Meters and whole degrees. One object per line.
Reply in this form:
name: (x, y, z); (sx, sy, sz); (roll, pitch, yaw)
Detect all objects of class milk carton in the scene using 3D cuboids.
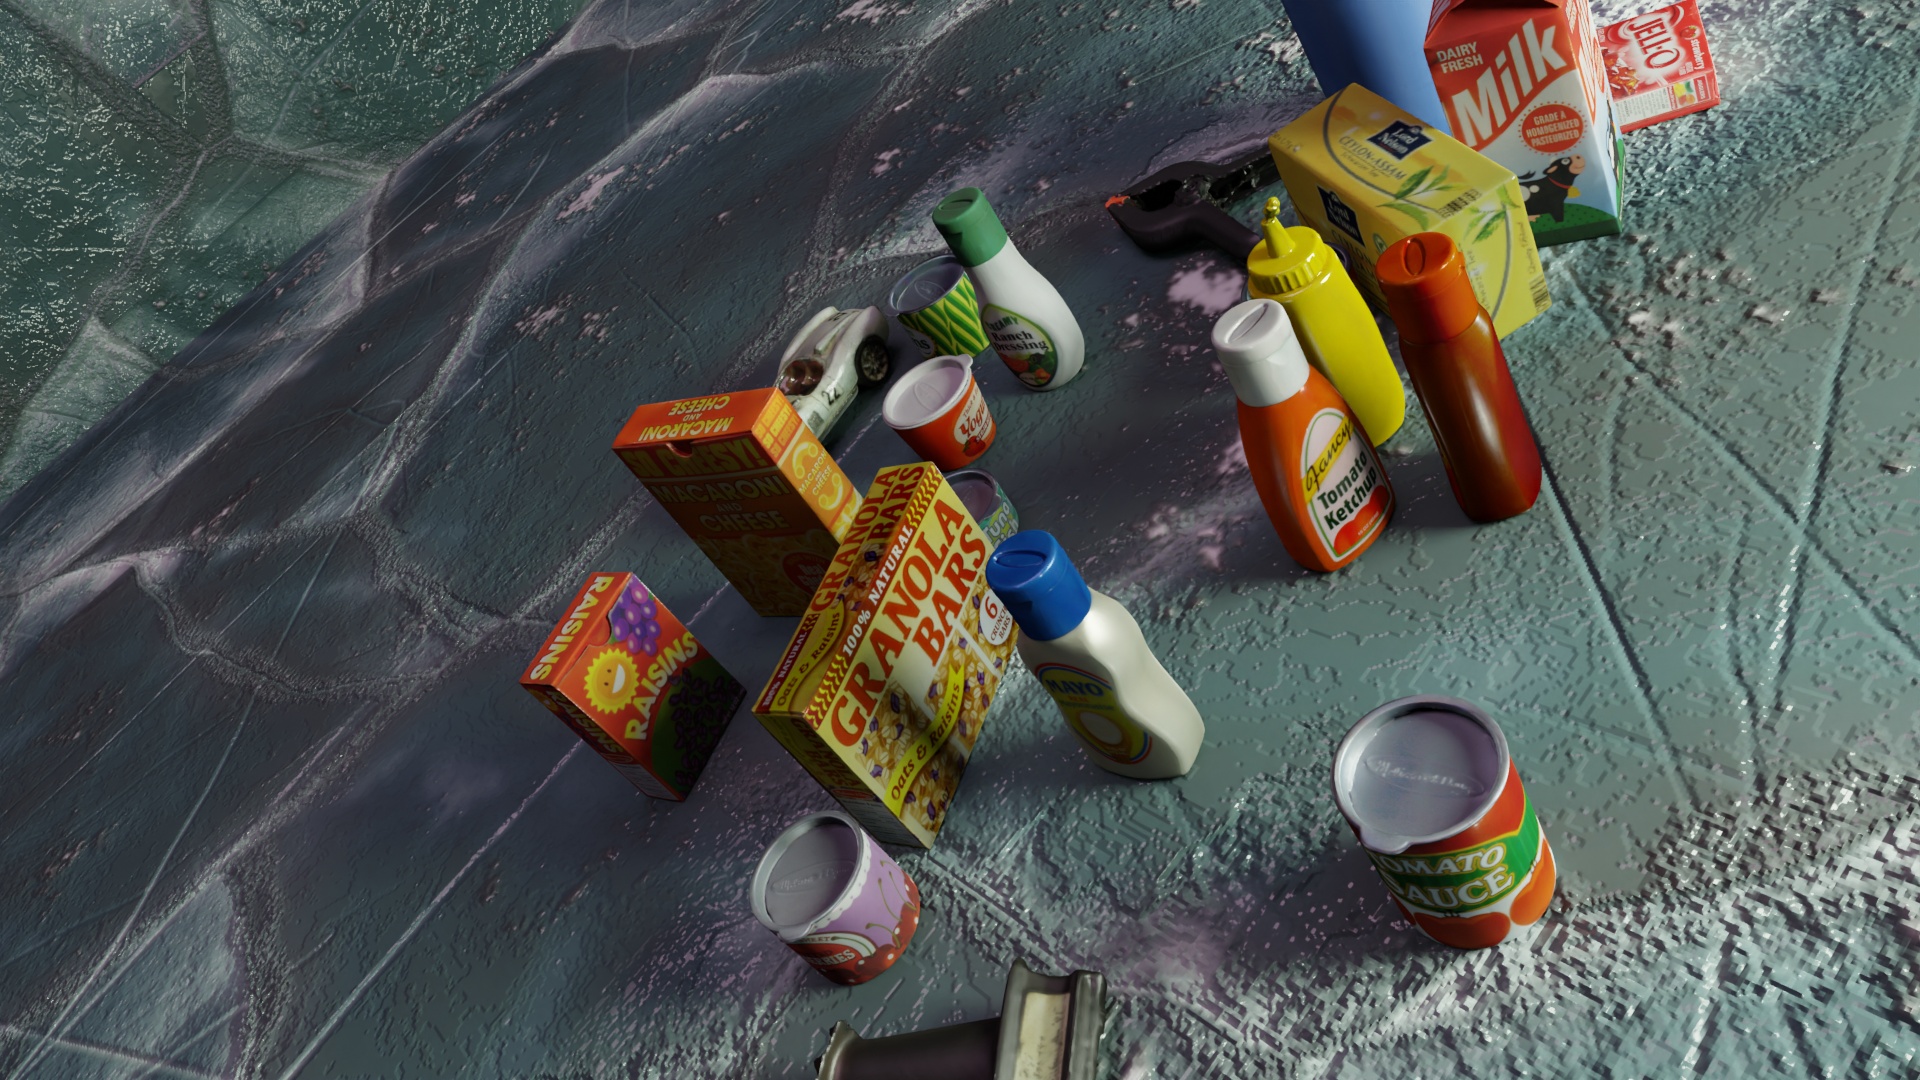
milk carton: (0.309, -0.257, 0.766); (0.073, 0.190, 0.073); (-6, 46, 35)

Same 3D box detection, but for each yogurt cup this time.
yogurt cup: (-0.012, -0.084, 0.946); (0.072, 0.053, 0.073); (-22, 39, 19)

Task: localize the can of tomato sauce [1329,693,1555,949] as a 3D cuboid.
can of tomato sauce: (0.190, 0.112, 0.543); (0.071, 0.083, 0.071); (-22, 39, 19)

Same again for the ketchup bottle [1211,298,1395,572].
ketchup bottle: (0.167, -0.053, 0.689); (0.065, 0.148, 0.043); (-46, 37, -13)

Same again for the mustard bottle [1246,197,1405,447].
mustard bottle: (0.185, -0.116, 0.734); (0.049, 0.159, 0.065); (-39, 36, -4)

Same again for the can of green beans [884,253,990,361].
can of green beans: (-0.012, -0.171, 1.039); (0.071, 0.057, 0.071); (-22, 39, 19)

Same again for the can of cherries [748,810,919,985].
can of cherries: (-0.063, 0.180, 0.690); (0.071, 0.058, 0.072); (-22, 39, 19)

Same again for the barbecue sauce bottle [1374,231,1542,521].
barbecue sauce bottle: (0.238, -0.079, 0.661); (0.043, 0.148, 0.065); (-15, 41, 27)

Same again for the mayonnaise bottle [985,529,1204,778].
mayonnaise bottle: (0.060, 0.056, 0.654); (0.064, 0.147, 0.041); (0, 50, 39)

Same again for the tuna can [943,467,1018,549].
tuna can: (0.003, -0.011, 0.871); (0.071, 0.032, 0.071); (-22, 39, 19)

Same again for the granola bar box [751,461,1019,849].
granola bar box: (-0.030, 0.060, 0.742); (0.039, 0.124, 0.166); (-4, 47, 36)

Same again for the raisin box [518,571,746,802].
raisin box: (-0.195, 0.089, 0.842); (0.040, 0.123, 0.086); (-1, 49, 38)

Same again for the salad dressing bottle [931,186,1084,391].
salad dressing bottle: (0.032, -0.166, 0.922); (0.064, 0.147, 0.044); (5, 53, 42)

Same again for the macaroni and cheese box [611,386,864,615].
macaroni and cheese box: (-0.119, -0.018, 0.863); (0.123, 0.166, 0.040); (-3, 48, 37)

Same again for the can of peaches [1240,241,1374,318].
can of peaches: (0.206, -0.132, 0.822); (0.071, 0.058, 0.071); (-22, 39, 19)
